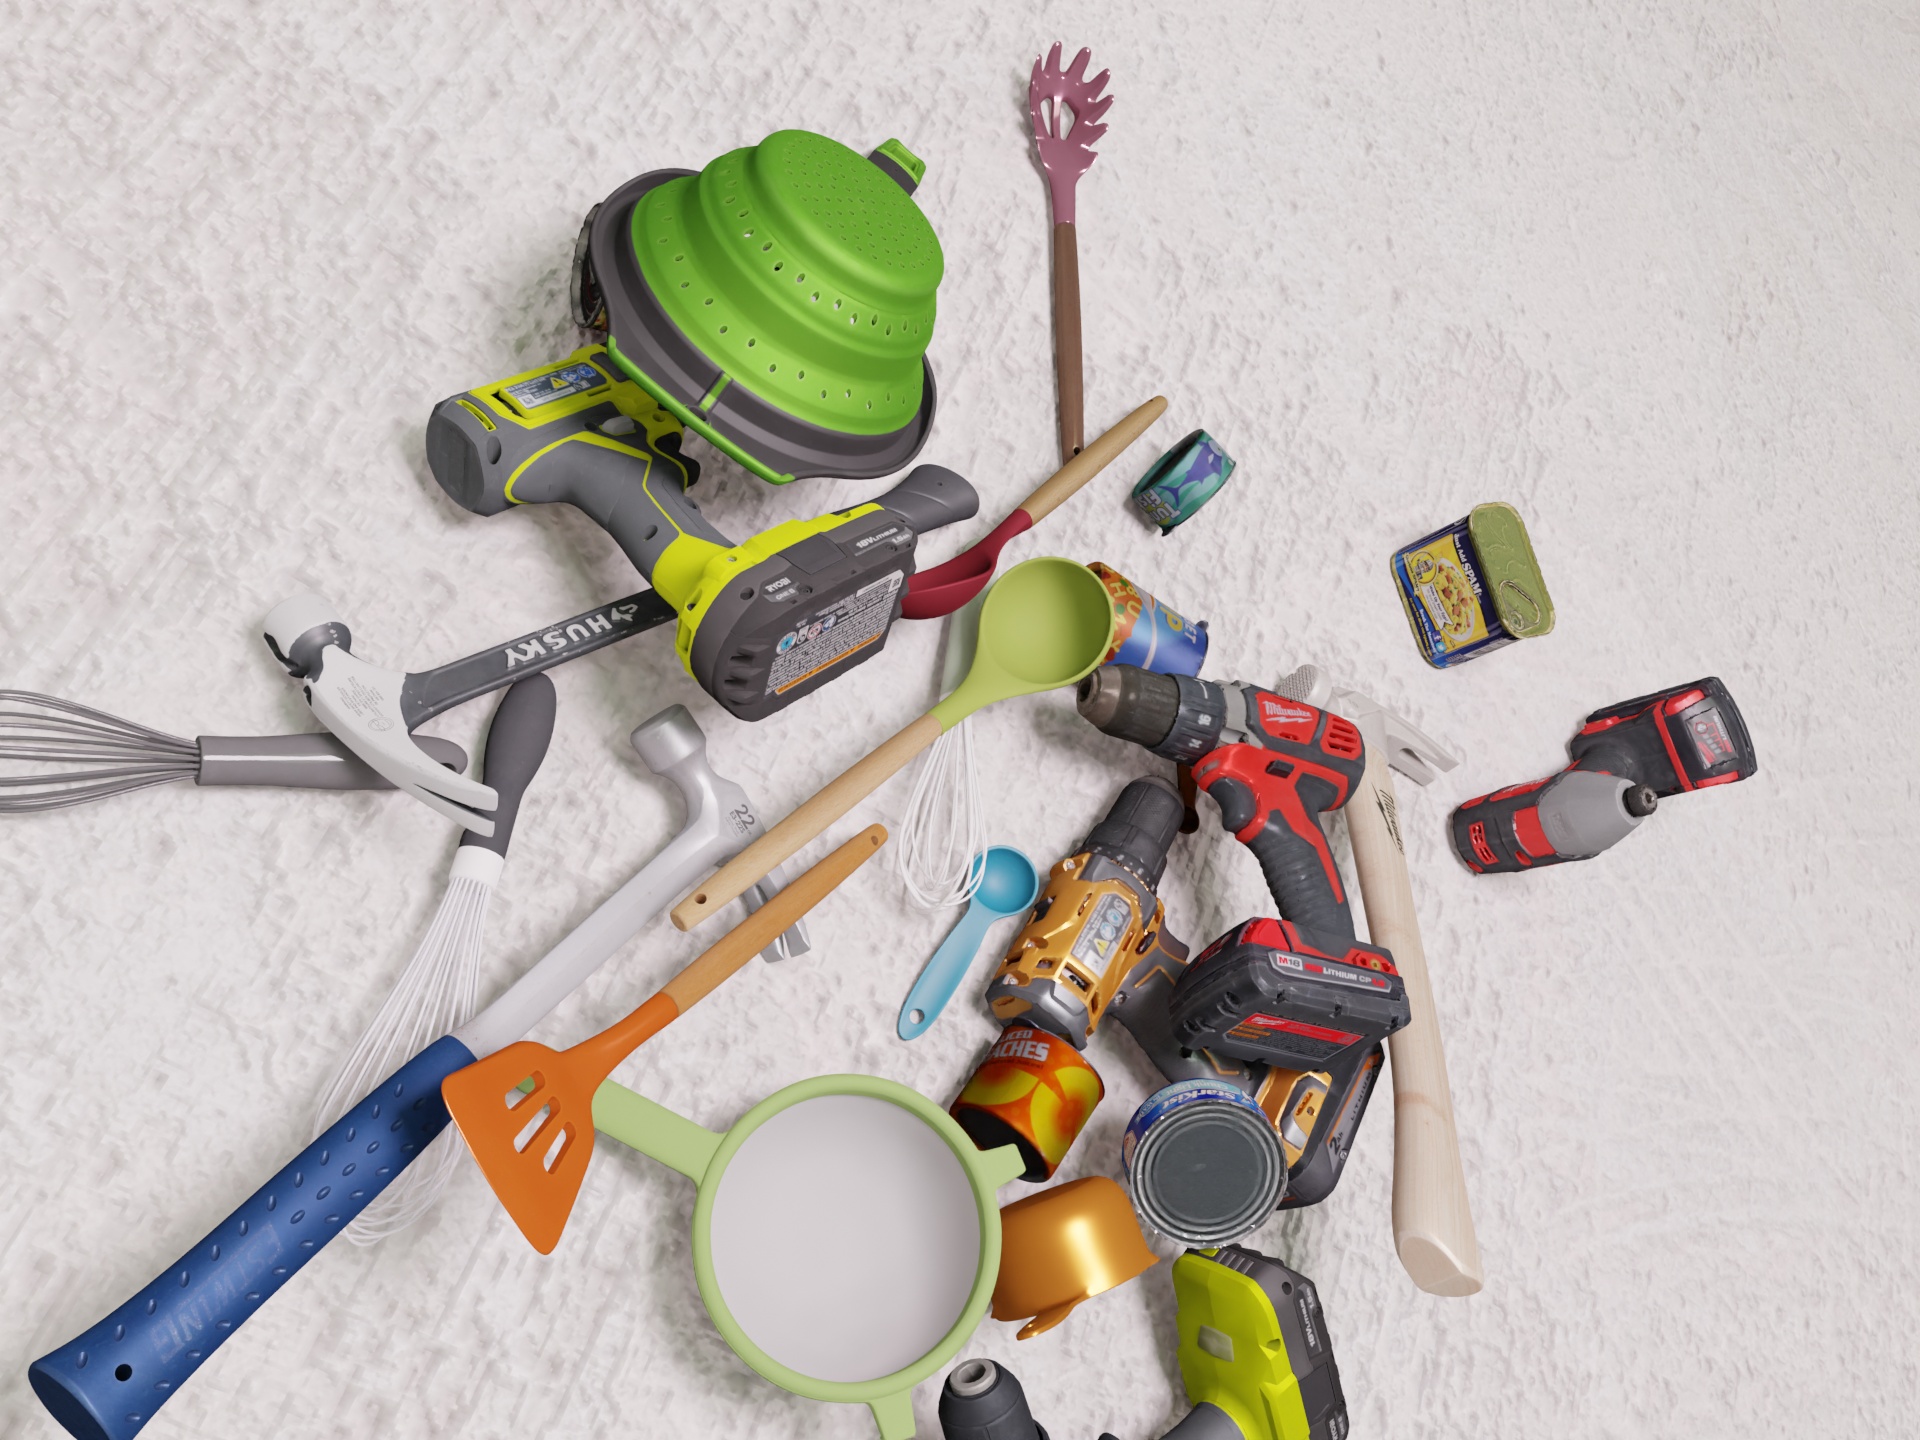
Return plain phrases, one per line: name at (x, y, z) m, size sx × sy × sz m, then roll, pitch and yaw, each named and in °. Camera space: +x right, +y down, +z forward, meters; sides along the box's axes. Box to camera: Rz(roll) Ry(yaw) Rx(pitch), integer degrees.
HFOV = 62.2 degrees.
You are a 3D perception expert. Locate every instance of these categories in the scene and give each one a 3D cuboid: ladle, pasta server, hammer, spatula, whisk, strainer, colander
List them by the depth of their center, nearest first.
hammer at (-0.204, 0.144, 0.689) m, size 0.144 × 0.035 × 0.405 m, roll 58°, pitch 39°, yaw -11°
whisk at (-0.340, 0.015, 0.713) m, size 0.238 × 0.055 × 0.055 m, roll 2°, pitch 73°, yaw -35°
spatula at (-0.116, 0.120, 0.742) m, size 0.322 × 0.041 × 0.081 m, roll -38°, pitch 102°, yaw -52°
whisk at (-0.236, 0.099, 0.743) m, size 0.070 × 0.070 × 0.285 m, roll 23°, pitch 59°, yaw -23°
strainer at (-0.107, 0.231, 0.781) m, size 0.256 × 0.069 × 0.151 m, roll 28°, pitch 60°, yaw -1°
ladle at (-0.030, 0.008, 0.839) m, size 0.078 × 0.062 × 0.320 m, roll 39°, pitch 52°, yaw 17°
hammer at (-0.139, -0.066, 0.846) m, size 0.409 × 0.036 × 0.149 m, roll -27°, pitch 63°, yaw -39°
colander at (-0.059, -0.277, 0.873) m, size 0.204 × 0.094 × 0.397 m, roll 37°, pitch 37°, yaw -13°
whisk at (-0.001, -0.003, 0.924) m, size 0.057 × 0.059 × 0.247 m, roll 25°, pitch 57°, yaw -28°
hammer at (0.273, 0.147, 0.967) m, size 0.146 × 0.038 × 0.411 m, roll 28°, pitch 42°, yaw -24°
ladle at (0.050, -0.136, 0.978) m, size 0.315 × 0.069 × 0.031 m, roll -43°, pitch 123°, yaw -41°
pasta server at (0.074, -0.314, 1.078) m, size 0.060 × 0.040 × 0.316 m, roll 5°, pitch 72°, yaw -17°

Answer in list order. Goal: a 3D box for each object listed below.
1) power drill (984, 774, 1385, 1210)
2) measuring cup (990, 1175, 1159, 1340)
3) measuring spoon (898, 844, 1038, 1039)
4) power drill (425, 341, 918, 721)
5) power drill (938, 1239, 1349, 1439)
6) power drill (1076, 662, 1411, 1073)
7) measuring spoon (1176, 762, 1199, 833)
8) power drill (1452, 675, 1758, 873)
power drill at (0.142, 0.156, 0.941) m, size 0.226 × 0.084 × 0.185 m, roll 39°, pitch 56°, yaw -9°
measuring cup at (0.042, 0.268, 0.797) m, size 0.095 × 0.173 × 0.052 m, roll -22°, pitch 77°, yaw 9°
measuring spoon at (0.000, 0.128, 0.902) m, size 0.042 × 0.021 × 0.129 m, roll 33°, pitch 67°, yaw 2°
power drill at (-0.136, -0.113, 0.815) m, size 0.223 × 0.080 × 0.171 m, roll 40°, pitch 46°, yaw 19°
power drill at (0.090, 0.367, 0.814) m, size 0.228 × 0.080 × 0.190 m, roll -25°, pitch 107°, yaw -35°
power drill at (0.156, 0.071, 0.905) m, size 0.187 × 0.080 × 0.227 m, roll 16°, pitch 52°, yaw -22°
measuring spoon at (0.144, 0.019, 1.028) m, size 0.021 × 0.011 × 0.117 m, roll 17°, pitch 63°, yaw -25°
power drill at (0.467, 0.043, 1.135) m, size 0.219 × 0.143 × 0.078 m, roll -22°, pitch 89°, yaw -37°
